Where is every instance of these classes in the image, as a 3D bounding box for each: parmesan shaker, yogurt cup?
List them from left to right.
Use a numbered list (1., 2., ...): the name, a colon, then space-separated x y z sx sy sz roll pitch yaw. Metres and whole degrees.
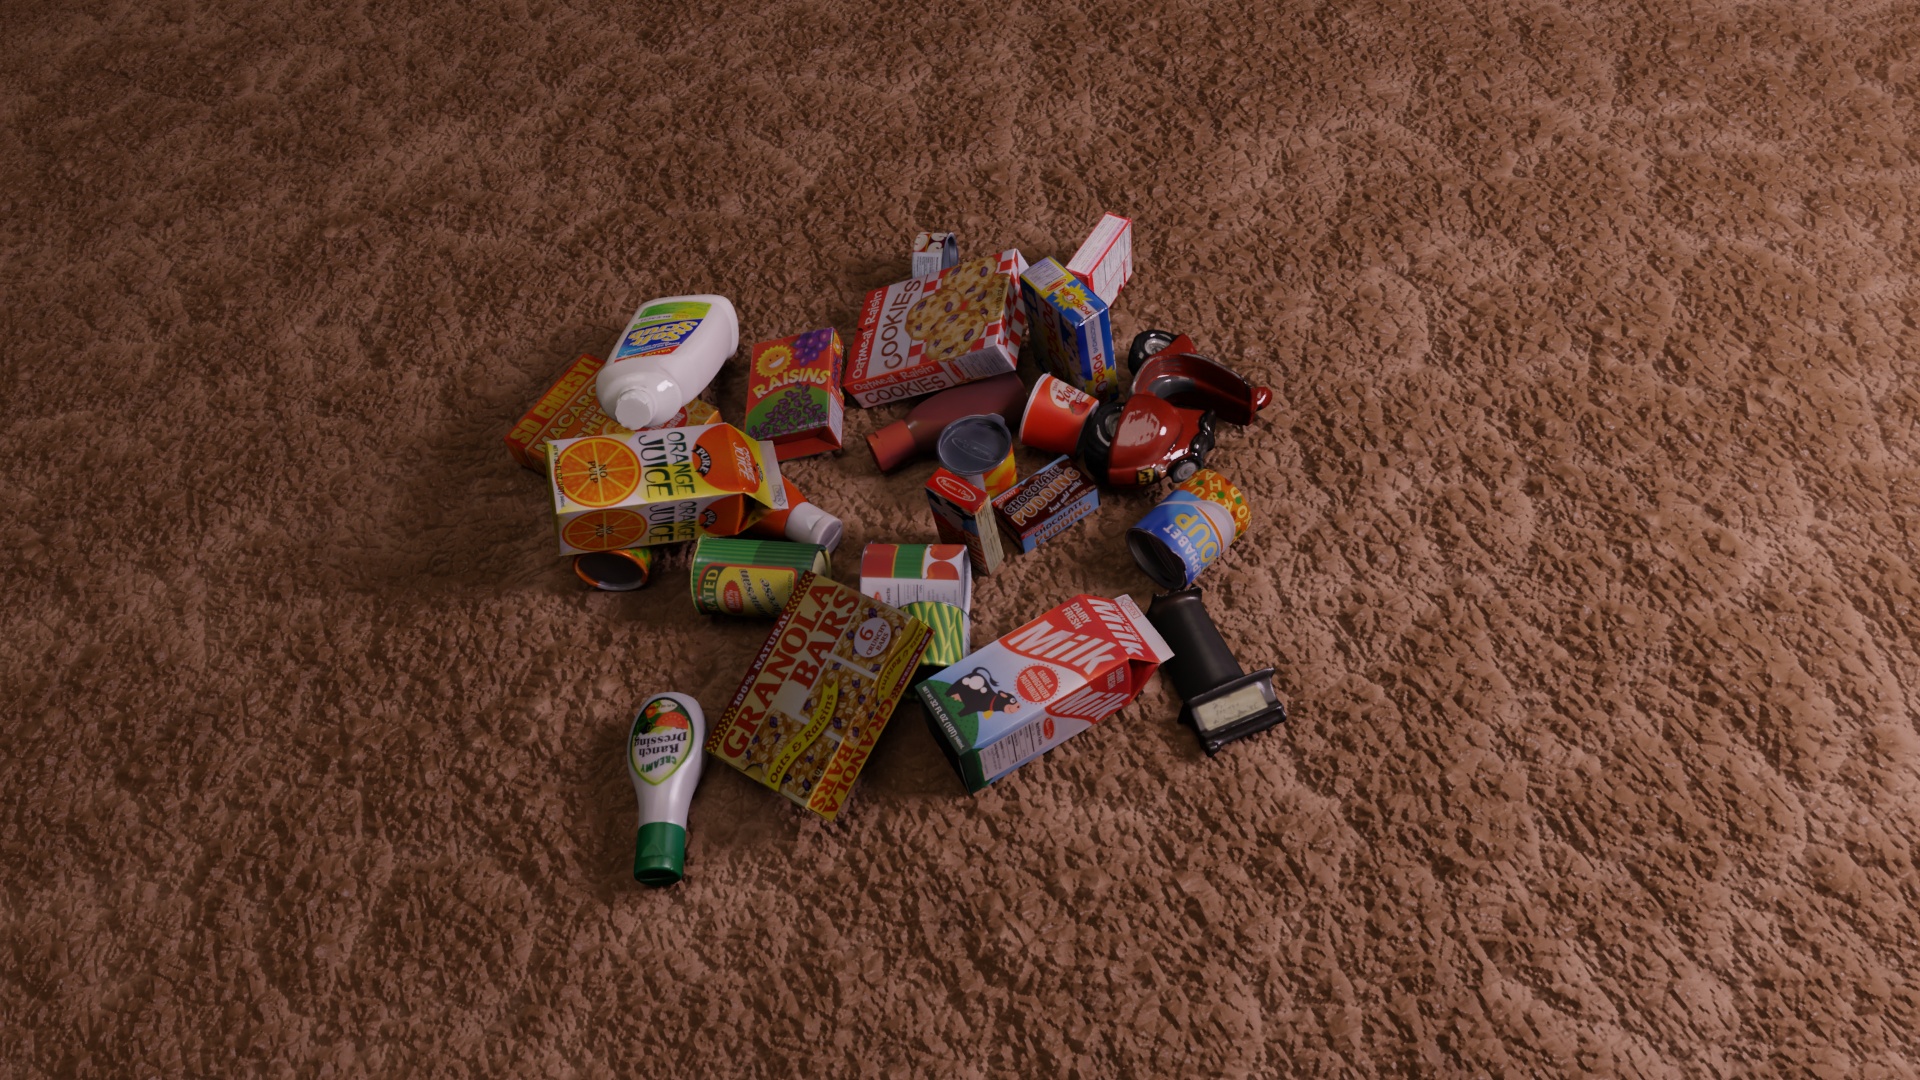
1. parmesan shaker: -0.167 0.030 1.170 0.103 0.071 0.071 3 56 11
2. yogurt cup: 0.089 -0.108 1.235 0.054 0.072 0.073 22 61 13

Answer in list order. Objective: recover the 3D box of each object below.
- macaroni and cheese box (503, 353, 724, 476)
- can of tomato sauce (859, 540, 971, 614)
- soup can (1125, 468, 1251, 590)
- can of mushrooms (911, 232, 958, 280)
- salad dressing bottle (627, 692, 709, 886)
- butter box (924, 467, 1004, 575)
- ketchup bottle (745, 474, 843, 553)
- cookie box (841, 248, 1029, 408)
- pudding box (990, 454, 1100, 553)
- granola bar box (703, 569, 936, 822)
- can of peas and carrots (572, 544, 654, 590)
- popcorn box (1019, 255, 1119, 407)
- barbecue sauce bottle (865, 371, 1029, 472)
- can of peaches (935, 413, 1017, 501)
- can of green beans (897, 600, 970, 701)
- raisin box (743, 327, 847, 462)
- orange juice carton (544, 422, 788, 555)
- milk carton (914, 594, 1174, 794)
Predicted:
1. macaroni and cheese box: -0.323 -0.097 1.303 0.166 0.040 0.124 23 61 22
2. can of tomato sauce: -0.036 0.034 1.152 0.083 0.071 0.071 0 55 8
3. soup can: 0.190 -0.009 1.145 0.084 0.071 0.071 -40 59 -19
4. can of mushrooms: -0.024 -0.270 1.365 0.033 0.070 0.071 4 56 12
5. salad dressing bottle: -0.230 0.193 1.083 0.064 0.043 0.148 -9 54 6
6. butter box: 0.004 -0.015 1.157 0.053 0.103 0.024 31 69 25
7. ketchup bottle: -0.172 -0.033 1.233 0.149 0.043 0.065 27 67 24
8. cookie box: -0.022 -0.197 1.293 0.167 0.040 0.123 -11 50 29
9. pudding box: 0.073 -0.032 1.203 0.084 0.030 0.050 -32 56 -14
10. granola bar box: -0.111 0.116 1.077 0.124 0.039 0.166 20 76 39
11. can of peas and carrots: -0.302 0.002 1.211 0.071 0.070 0.059 -2 56 7
12. popcorn box: 0.099 -0.183 1.247 0.038 0.126 0.085 -35 57 -12
13. barbecue sauce bottle: -0.012 -0.108 1.261 0.149 0.043 0.065 -25 41 -8
14. can of peaches: 0.017 -0.068 1.220 0.071 0.057 0.071 -4 54 6
15. can of green beans: -0.025 0.089 1.111 0.071 0.071 0.058 -3 55 6
16. raisin box: -0.154 -0.136 1.298 0.086 0.040 0.124 -11 53 15
17. orange juice carton: -0.246 -0.046 1.171 0.193 0.072 0.072 -7 62 -17
18. milk carton: 0.068 0.109 1.078 0.191 0.073 0.072 -28 56 -11
